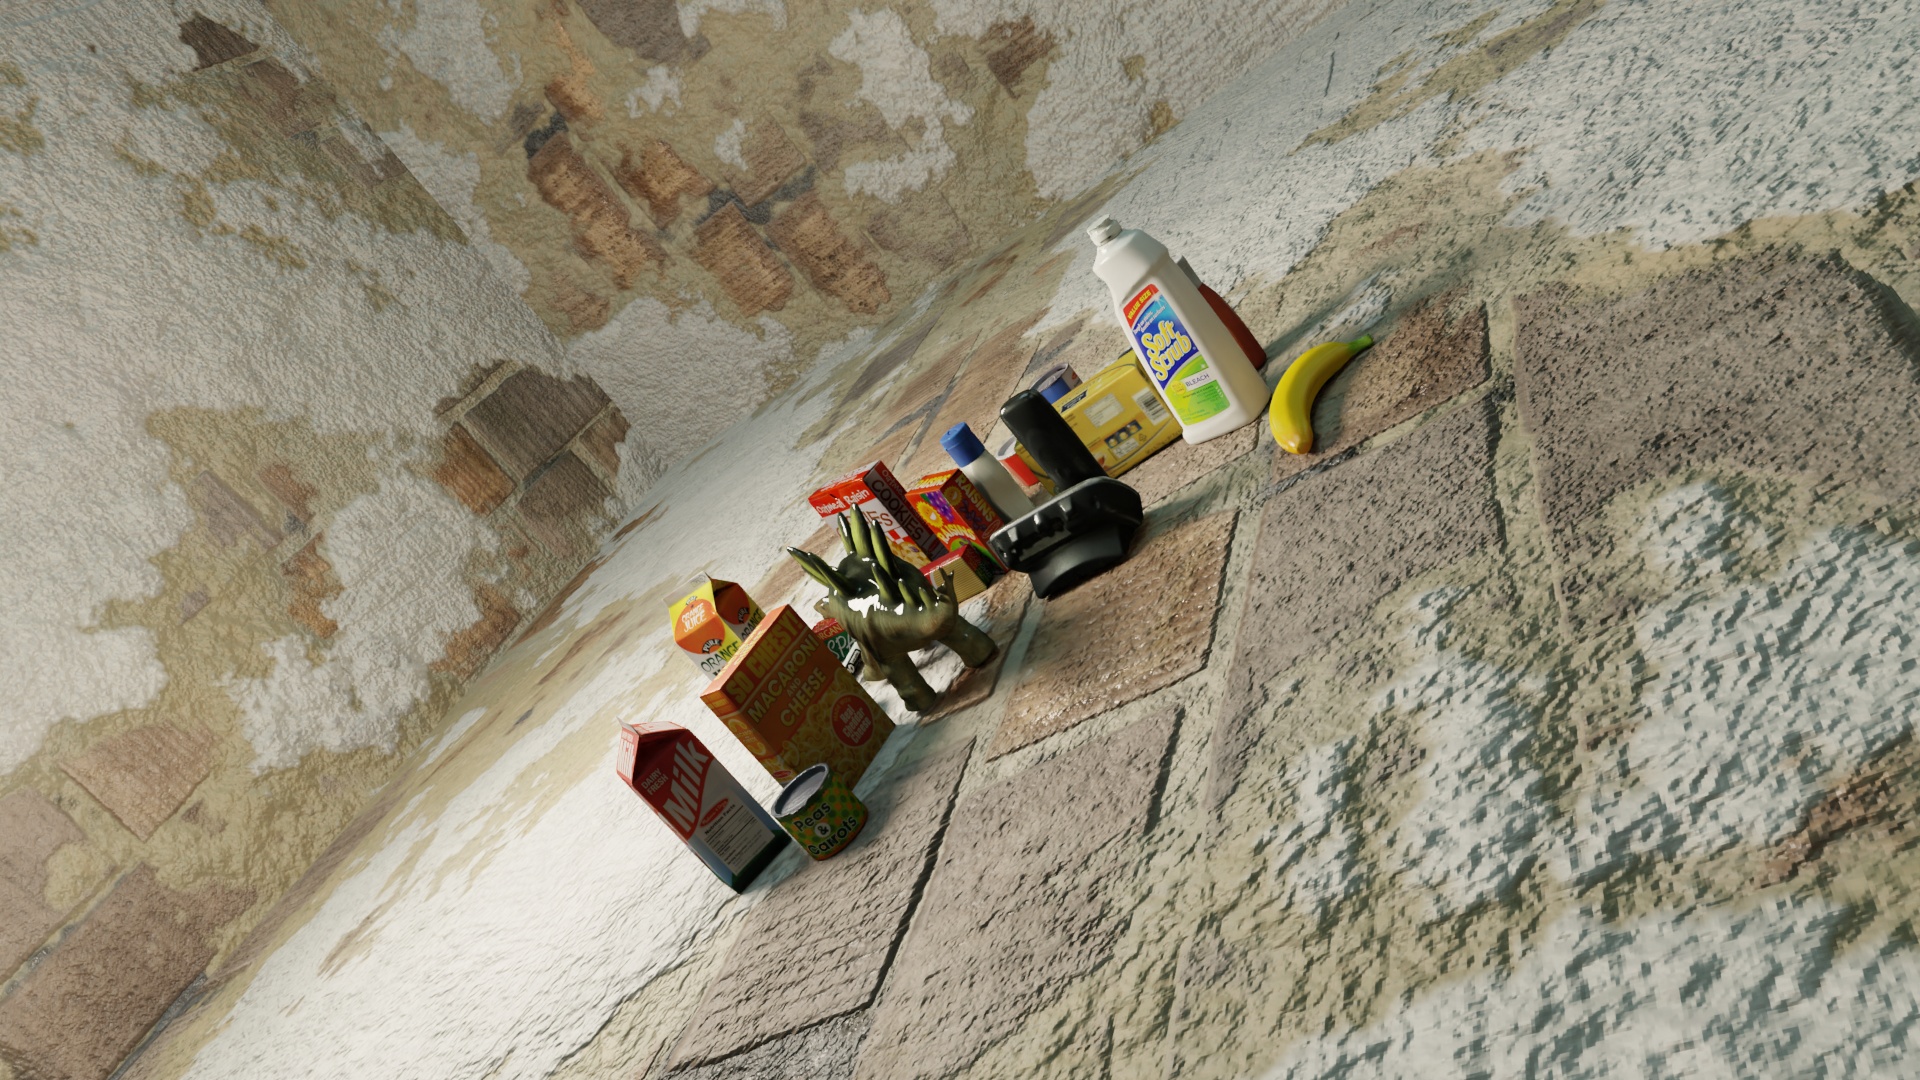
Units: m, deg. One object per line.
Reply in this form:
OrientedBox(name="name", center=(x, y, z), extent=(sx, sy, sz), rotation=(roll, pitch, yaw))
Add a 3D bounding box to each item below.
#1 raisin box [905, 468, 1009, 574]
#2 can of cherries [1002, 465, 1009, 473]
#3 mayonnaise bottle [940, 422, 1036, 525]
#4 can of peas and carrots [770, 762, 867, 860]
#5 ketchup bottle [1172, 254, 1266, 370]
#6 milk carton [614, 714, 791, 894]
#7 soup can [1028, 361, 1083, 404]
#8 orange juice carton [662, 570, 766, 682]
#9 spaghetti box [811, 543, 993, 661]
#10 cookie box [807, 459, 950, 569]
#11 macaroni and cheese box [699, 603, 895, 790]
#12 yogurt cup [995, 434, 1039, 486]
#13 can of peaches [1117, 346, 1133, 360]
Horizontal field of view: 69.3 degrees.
OrientedBox(name="raisin box", center=(0.005, -0.019, 1.535), extent=(0.040, 0.123, 0.086), rotation=(-46, 18, -22))
OrientedBox(name="can of cherries", center=(0.044, -0.047, 1.640), extent=(0.071, 0.058, 0.072), rotation=(-35, 17, 13))
OrientedBox(name="mayonnaise bottle", center=(0.036, -0.065, 1.547), extent=(0.041, 0.148, 0.065), rotation=(-41, 16, -7))
OrientedBox(name="can of peas and carrots", center=(-0.125, 0.243, 1.240), extent=(0.071, 0.058, 0.071), rotation=(-35, 17, 13))
OrientedBox(name="ketchup bottle", center=(0.268, -0.241, 1.513), extent=(0.064, 0.148, 0.044), rotation=(-16, 28, 54))
OrientedBox(name="milk carton", center=(-0.254, 0.235, 1.303), extent=(0.074, 0.190, 0.072), rotation=(-45, 17, -19))
OrientedBox(name="soup can", center=(0.130, -0.168, 1.730), extent=(0.071, 0.083, 0.071), rotation=(-36, 17, 13))
OrientedBox(name="orange juice carton", center=(-0.258, 0.122, 1.606), extent=(0.071, 0.192, 0.073), rotation=(-32, 18, 25))
OrientedBox(name="spaghetti box", center=(-0.072, 0.076, 1.580), extent=(0.249, 0.050, 0.029), rotation=(-28, 20, 33))
OrientedBox(name="cookie box", center=(-0.086, -0.008, 1.624), extent=(0.122, 0.167, 0.040), rotation=(-17, 27, 52))
OrientedBox(name="macaroni and cheese box", center=(-0.152, 0.163, 1.319), extent=(0.040, 0.166, 0.124), rotation=(-23, 23, 44))
OrientedBox(name="yogurt cup", center=(0.085, -0.104, 1.709), extent=(0.072, 0.054, 0.072), rotation=(-35, 17, 13))
OrientedBox(name="can of peaches", center=(0.225, -0.203, 1.665), extent=(0.071, 0.058, 0.071), rotation=(-35, 17, 13))
